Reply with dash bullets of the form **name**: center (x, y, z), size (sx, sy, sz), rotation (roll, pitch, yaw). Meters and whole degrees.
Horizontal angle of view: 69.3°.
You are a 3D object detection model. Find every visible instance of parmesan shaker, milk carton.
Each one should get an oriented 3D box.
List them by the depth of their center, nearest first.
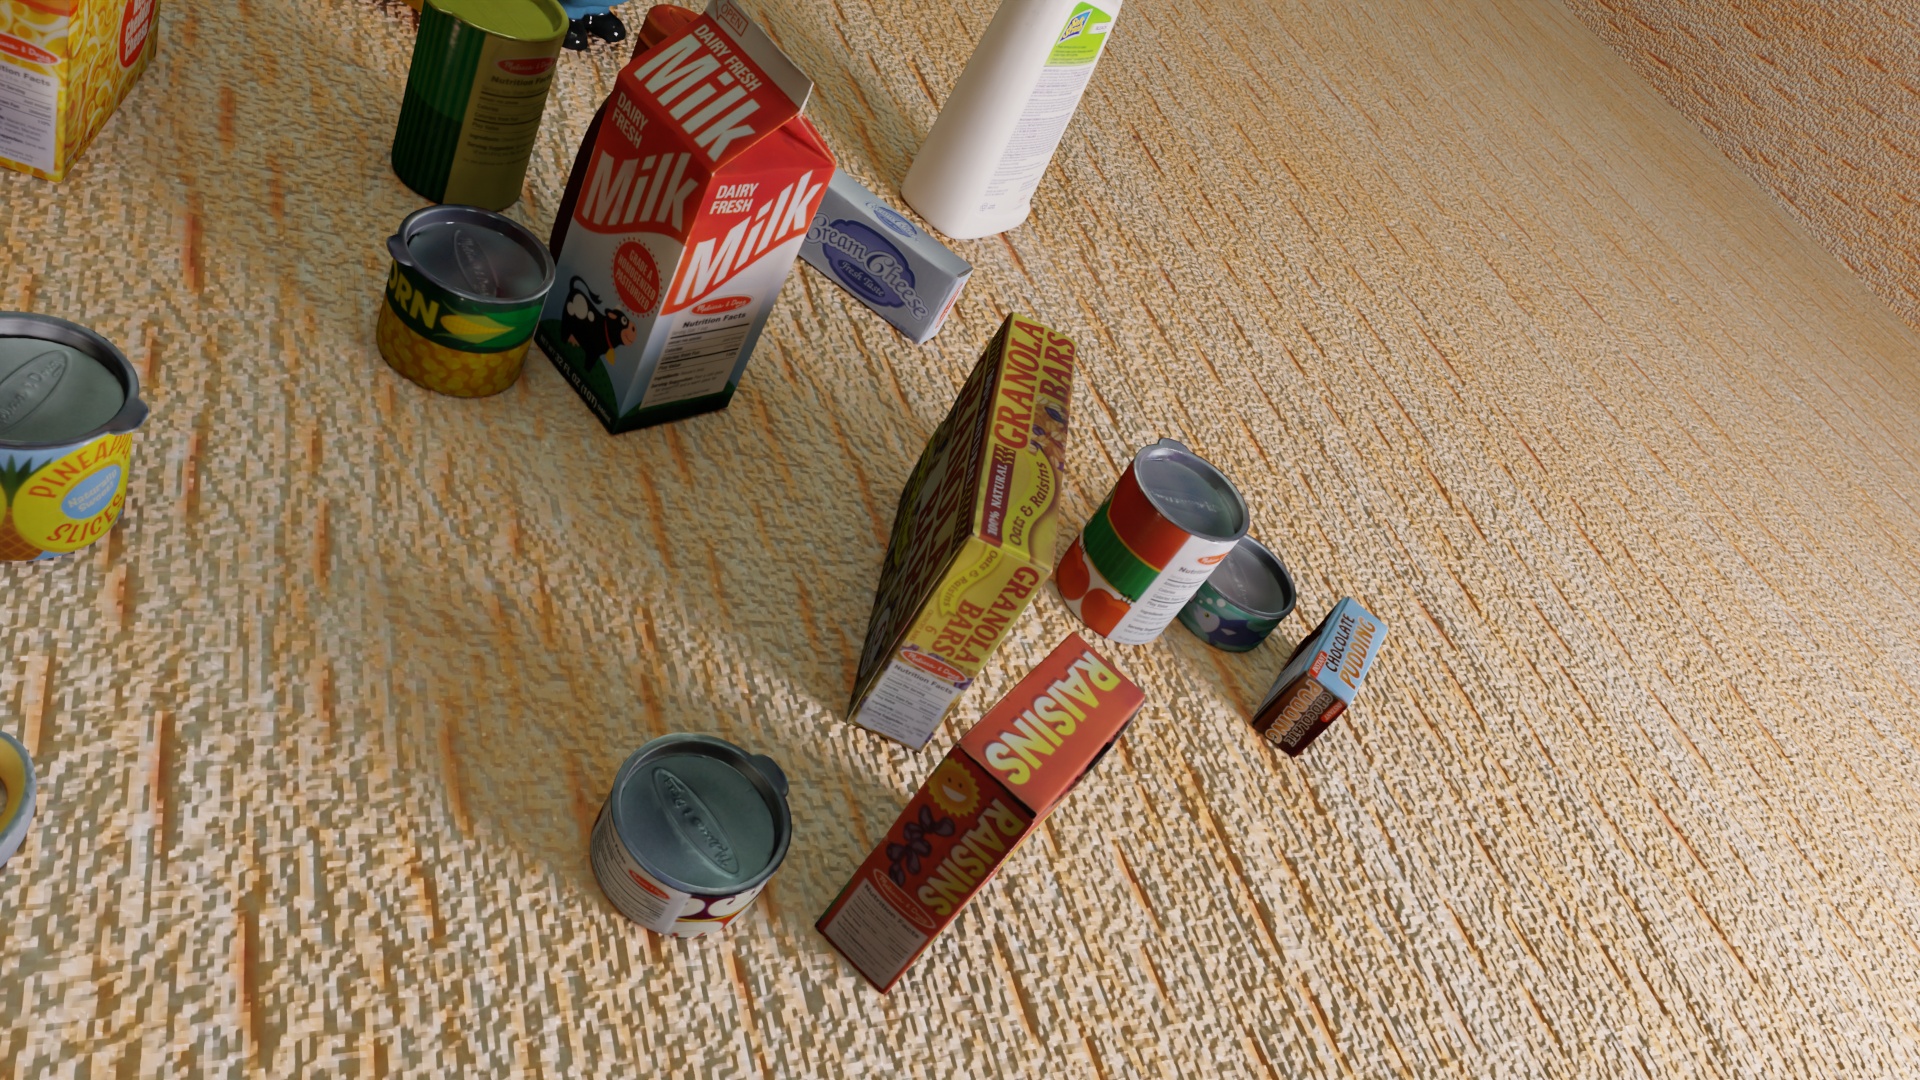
- **milk carton**: center (-0.121, -0.144, 0.624), size (0.074, 0.189, 0.072), rotation (-20, 62, -46)
- **parmesan shaker**: center (-0.245, -0.225, 0.694), size (0.071, 0.102, 0.072), rotation (20, 40, -17)

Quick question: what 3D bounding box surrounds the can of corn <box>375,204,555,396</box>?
- **can of corn**: center (-0.223, -0.106, 0.618), size (0.071, 0.058, 0.071), rotation (19, 40, -17)

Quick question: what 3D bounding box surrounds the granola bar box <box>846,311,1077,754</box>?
- **granola bar box**: center (0.002, -0.008, 0.616), size (0.039, 0.123, 0.166), rotation (24, 39, -11)

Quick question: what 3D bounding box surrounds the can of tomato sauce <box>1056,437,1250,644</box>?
- **can of tomato sauce**: center (0.095, 0.001, 0.705), size (0.071, 0.082, 0.071), rotation (19, 40, -17)

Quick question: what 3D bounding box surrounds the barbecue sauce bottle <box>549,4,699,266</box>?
- **barbecue sauce bottle**: center (-0.157, -0.186, 0.677), size (0.044, 0.147, 0.065), rotation (-17, 59, -45)

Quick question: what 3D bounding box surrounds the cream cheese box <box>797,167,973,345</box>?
- **cream cheese box**: center (-0.048, -0.165, 0.809), size (0.104, 0.053, 0.024), rotation (37, 38, 6)

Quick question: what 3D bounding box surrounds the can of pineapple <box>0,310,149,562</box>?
- **can of pineapple**: center (-0.319, -0.034, 0.473), size (0.071, 0.057, 0.071), rotation (19, 40, -17)

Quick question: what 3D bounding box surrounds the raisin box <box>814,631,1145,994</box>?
- **raisin box**: center (0.007, 0.099, 0.505), size (0.040, 0.122, 0.086), rotation (42, 39, 11)

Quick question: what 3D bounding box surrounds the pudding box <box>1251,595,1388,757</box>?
- **pudding box**: center (0.188, 0.070, 0.724), size (0.030, 0.049, 0.084), rotation (39, 38, 7)

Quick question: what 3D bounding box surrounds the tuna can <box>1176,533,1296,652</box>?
- **tuna can**: center (0.144, 0.026, 0.754), size (0.071, 0.032, 0.071), rotation (19, 40, -17)

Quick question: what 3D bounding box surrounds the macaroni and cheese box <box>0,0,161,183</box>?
- **macaroni and cheese box**: center (-0.373, -0.255, 0.585), size (0.040, 0.165, 0.124), rotation (16, 41, -21)

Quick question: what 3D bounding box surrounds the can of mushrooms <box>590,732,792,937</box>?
- **can of mushrooms**: center (-0.095, 0.105, 0.500), size (0.071, 0.033, 0.071), rotation (19, 40, -17)
